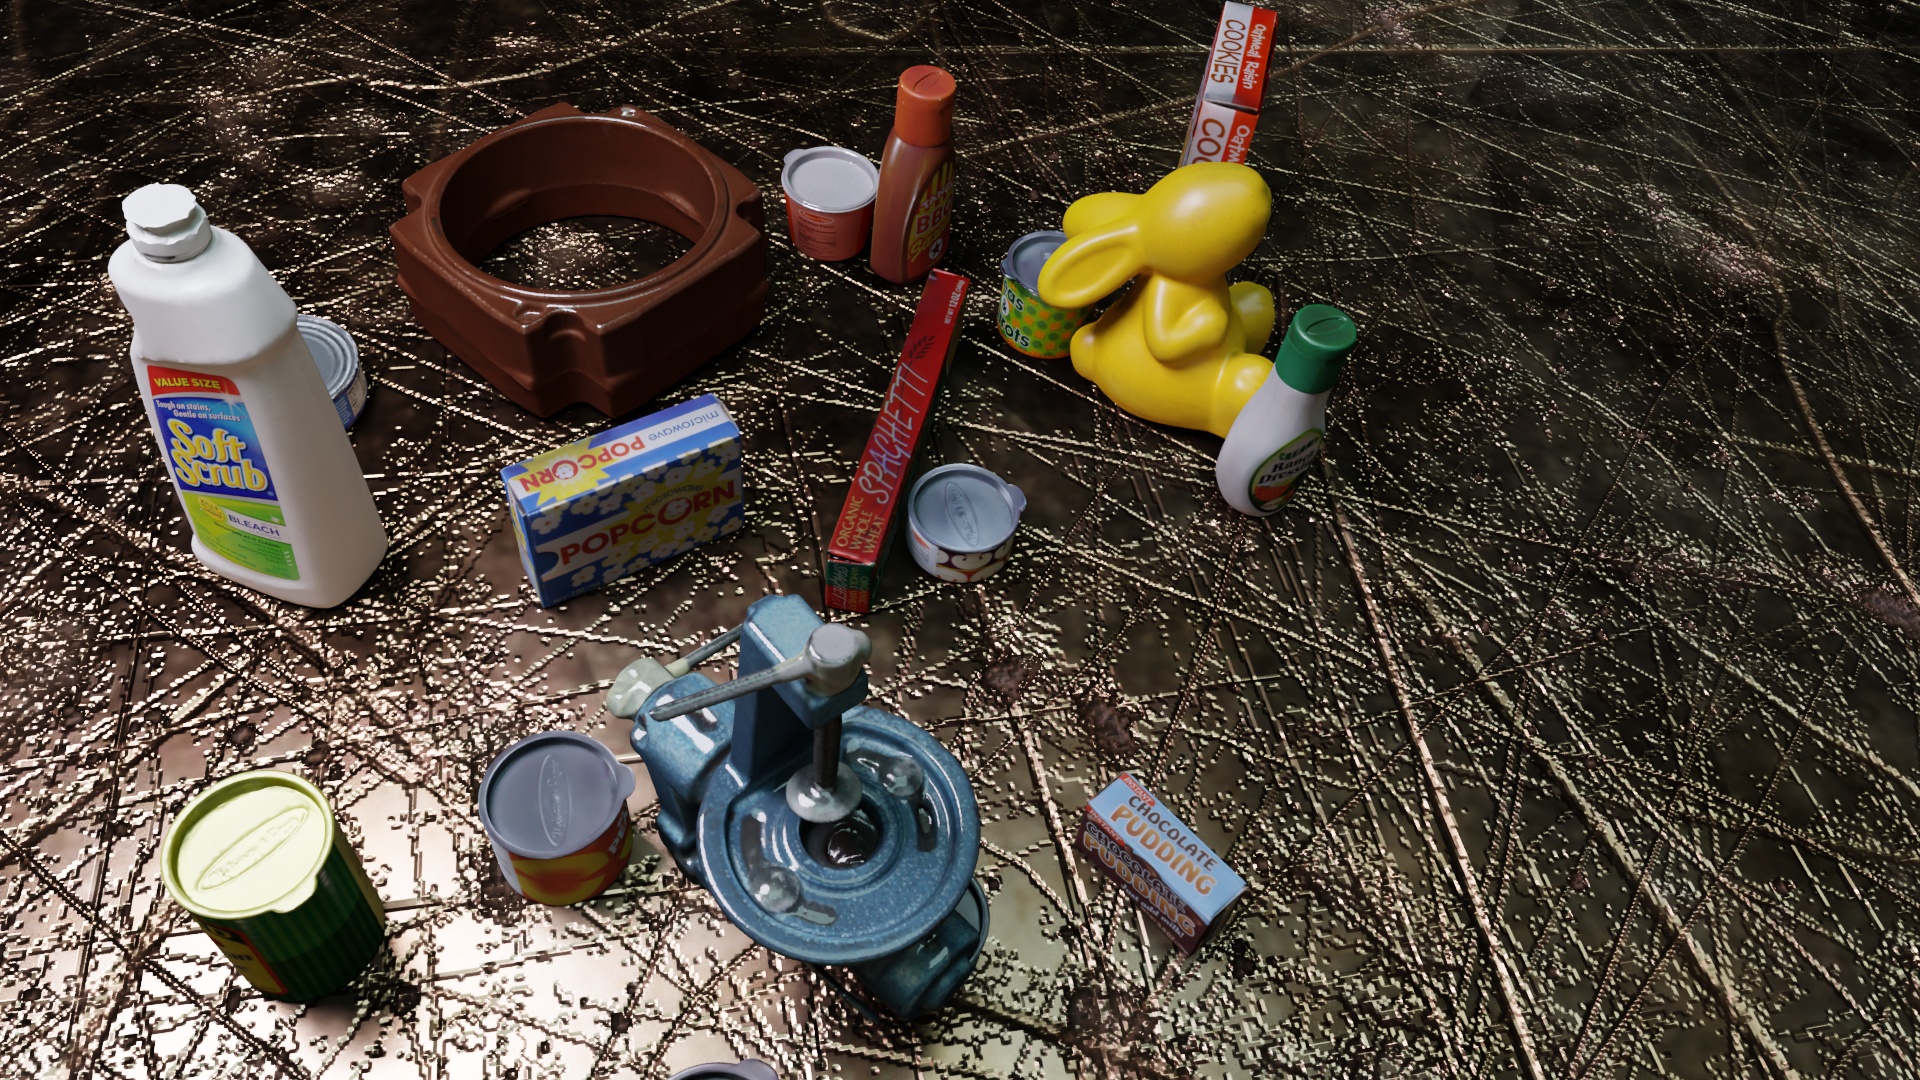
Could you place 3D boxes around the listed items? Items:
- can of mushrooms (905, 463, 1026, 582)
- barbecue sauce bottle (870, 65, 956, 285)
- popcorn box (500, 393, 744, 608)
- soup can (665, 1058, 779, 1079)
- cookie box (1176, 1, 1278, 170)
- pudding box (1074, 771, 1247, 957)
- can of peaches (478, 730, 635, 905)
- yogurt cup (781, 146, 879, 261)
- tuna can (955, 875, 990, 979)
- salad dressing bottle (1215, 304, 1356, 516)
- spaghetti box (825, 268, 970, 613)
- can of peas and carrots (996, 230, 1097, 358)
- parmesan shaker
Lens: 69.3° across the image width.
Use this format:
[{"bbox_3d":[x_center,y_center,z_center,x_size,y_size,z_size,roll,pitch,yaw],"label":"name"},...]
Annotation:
[{"bbox_3d":[0.003,-0.010,0.825,0.071,0.033,0.071,4,52,-5],"label":"can of mushrooms"},{"bbox_3d":[-0.029,-0.244,0.930,0.044,0.147,0.065,32,55,16],"label":"barbecue sauce bottle"},{"bbox_3d":[-0.185,-0.023,0.776,0.127,0.084,0.038,-24,59,-24],"label":"popcorn box"},{"bbox_3d":[-0.100,0.259,0.570,0.071,0.083,0.072,4,52,-5],"label":"soup can"},{"bbox_3d":[0.174,-0.265,0.962,0.040,0.166,0.123,14,52,3],"label":"cookie box"},{"bbox_3d":[0.099,0.161,0.695,0.030,0.049,0.084,-34,64,-28],"label":"pudding box"},{"bbox_3d":[-0.191,0.134,0.671,0.071,0.057,0.071,4,52,-5],"label":"can of peaches"},{"bbox_3d":[-0.091,-0.233,0.972,0.072,0.053,0.073,4,52,-5],"label":"yogurt cup"},{"bbox_3d":[-0.022,0.188,0.669,0.071,0.032,0.071,4,52,-5],"label":"tuna can"},{"bbox_3d":[0.195,-0.076,0.830,0.064,0.146,0.044,-20,58,-21],"label":"salad dressing bottle"},{"bbox_3d":[-0.036,-0.067,0.853,0.029,0.050,0.251,14,52,3],"label":"spaghetti box"},{"bbox_3d":[0.058,-0.165,0.937,0.071,0.058,0.071,4,52,-5],"label":"can of peas and carrots"},{"bbox_3d":[-0.297,0.156,0.610,0.071,0.102,0.072,4,52,-5],"label":"parmesan shaker"}]
